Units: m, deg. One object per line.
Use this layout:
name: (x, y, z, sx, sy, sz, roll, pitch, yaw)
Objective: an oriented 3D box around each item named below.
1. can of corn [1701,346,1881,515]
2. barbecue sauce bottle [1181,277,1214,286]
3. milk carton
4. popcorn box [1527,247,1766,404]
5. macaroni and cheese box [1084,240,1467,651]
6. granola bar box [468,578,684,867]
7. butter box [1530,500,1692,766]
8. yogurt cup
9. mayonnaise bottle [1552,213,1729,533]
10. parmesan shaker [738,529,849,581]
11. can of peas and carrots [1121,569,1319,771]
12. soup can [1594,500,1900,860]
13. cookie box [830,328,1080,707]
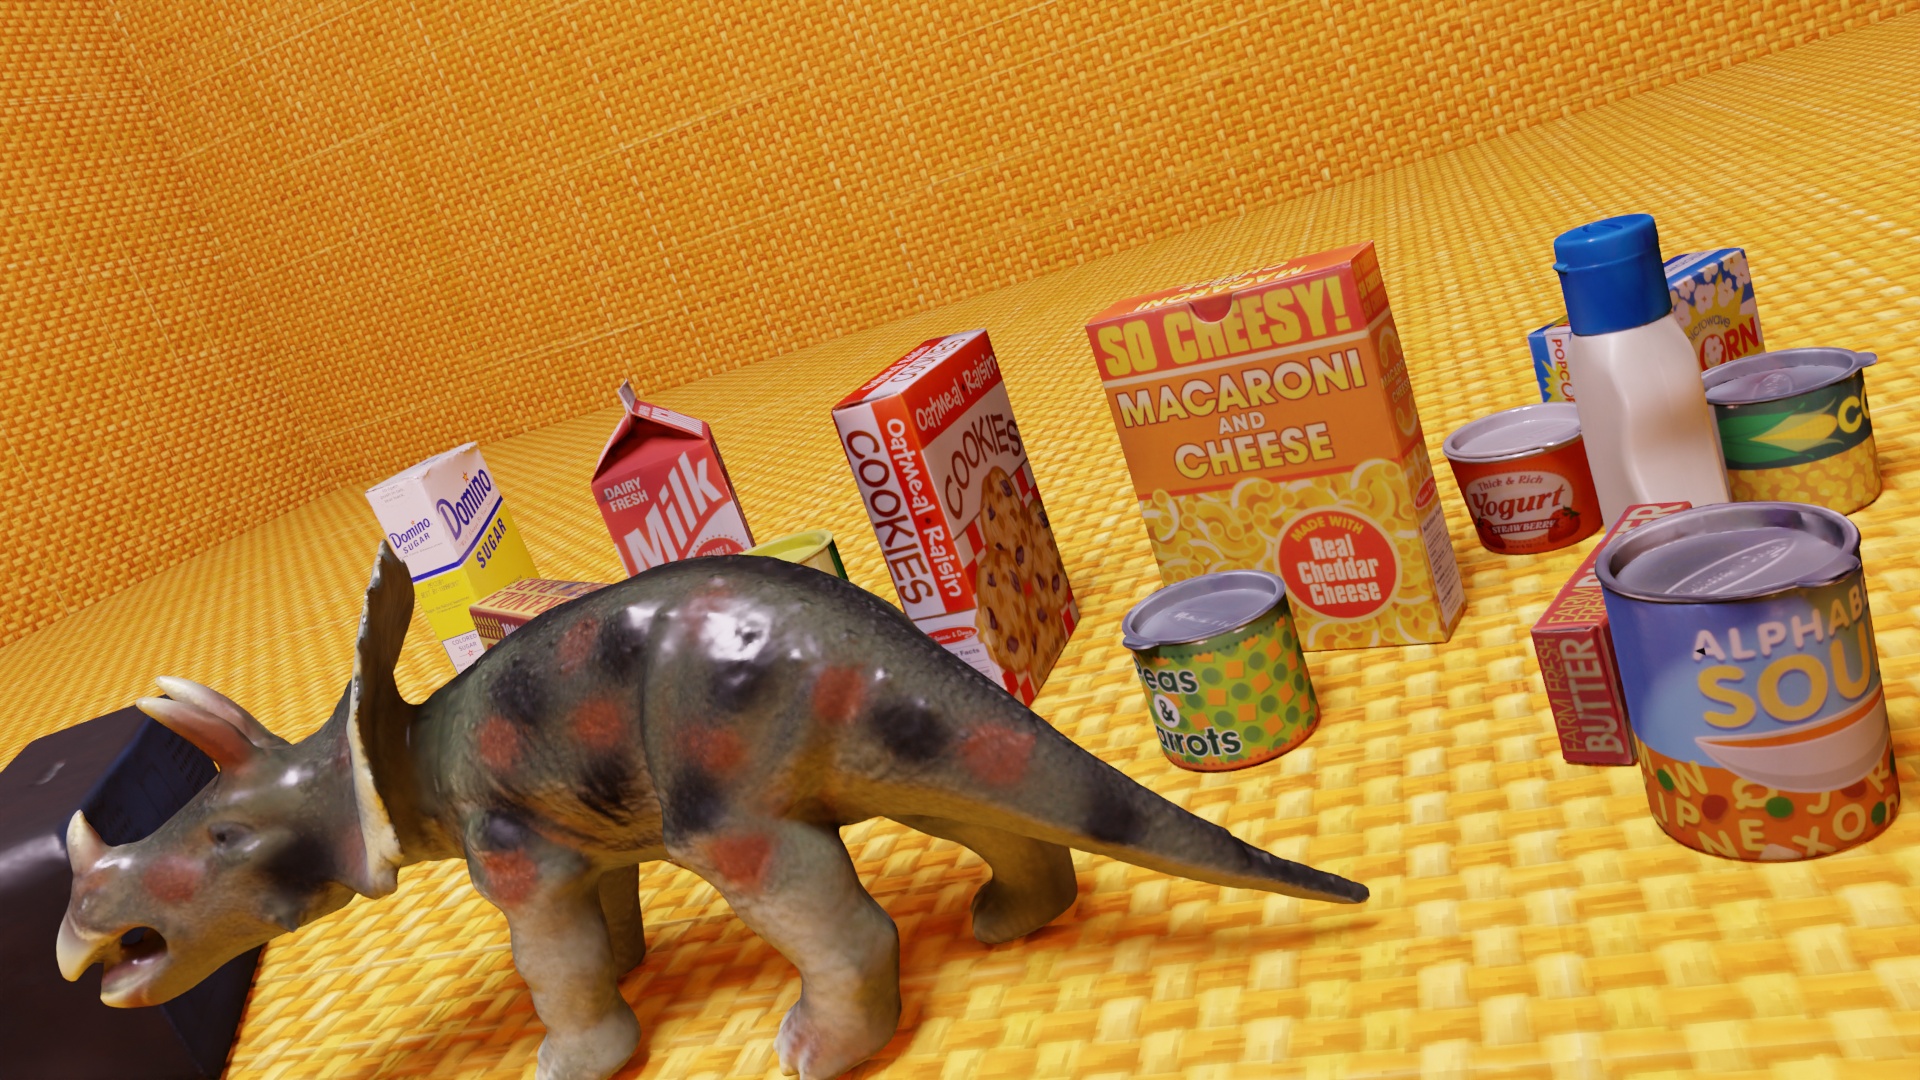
can of corn: (0.351, -0.044, 0.589, 0.071, 0.058, 0.071, -18, 15, 5)
barbecue sauce bottle: (0.142, -0.064, 0.739, 0.065, 0.148, 0.043, -24, 15, -17)
milk carton: (-0.162, -0.003, 0.817, 0.073, 0.190, 0.072, -21, 15, -6)
popcorn box: (0.344, -0.085, 0.688, 0.127, 0.085, 0.038, -26, 16, -25)
macaroni and cheese box: (0.137, -0.033, 0.605, 0.123, 0.166, 0.040, -8, 18, 36)
granola bar box: (-0.161, 0.082, 0.646, 0.039, 0.124, 0.165, -30, 18, -35)
butter box: (0.233, 0.030, 0.483, 0.024, 0.053, 0.104, -4, 21, 45)
yogurt cup: (0.265, -0.028, 0.647, 0.072, 0.053, 0.072, -18, 15, 5)
mayonnaise bottle: (0.268, -0.052, 0.546, 0.041, 0.147, 0.065, -18, 15, 6)
parmesan shaker: (-0.078, 0.055, 0.678, 0.071, 0.102, 0.071, -18, 15, 5)
can of peas and carrots: (0.102, 0.052, 0.554, 0.071, 0.058, 0.071, -18, 15, 5)
soup can: (0.227, 0.040, 0.398, 0.071, 0.083, 0.071, -18, 15, 5)
cookie box: (0.002, -0.009, 0.680, 0.040, 0.167, 0.123, -13, 16, 24)
